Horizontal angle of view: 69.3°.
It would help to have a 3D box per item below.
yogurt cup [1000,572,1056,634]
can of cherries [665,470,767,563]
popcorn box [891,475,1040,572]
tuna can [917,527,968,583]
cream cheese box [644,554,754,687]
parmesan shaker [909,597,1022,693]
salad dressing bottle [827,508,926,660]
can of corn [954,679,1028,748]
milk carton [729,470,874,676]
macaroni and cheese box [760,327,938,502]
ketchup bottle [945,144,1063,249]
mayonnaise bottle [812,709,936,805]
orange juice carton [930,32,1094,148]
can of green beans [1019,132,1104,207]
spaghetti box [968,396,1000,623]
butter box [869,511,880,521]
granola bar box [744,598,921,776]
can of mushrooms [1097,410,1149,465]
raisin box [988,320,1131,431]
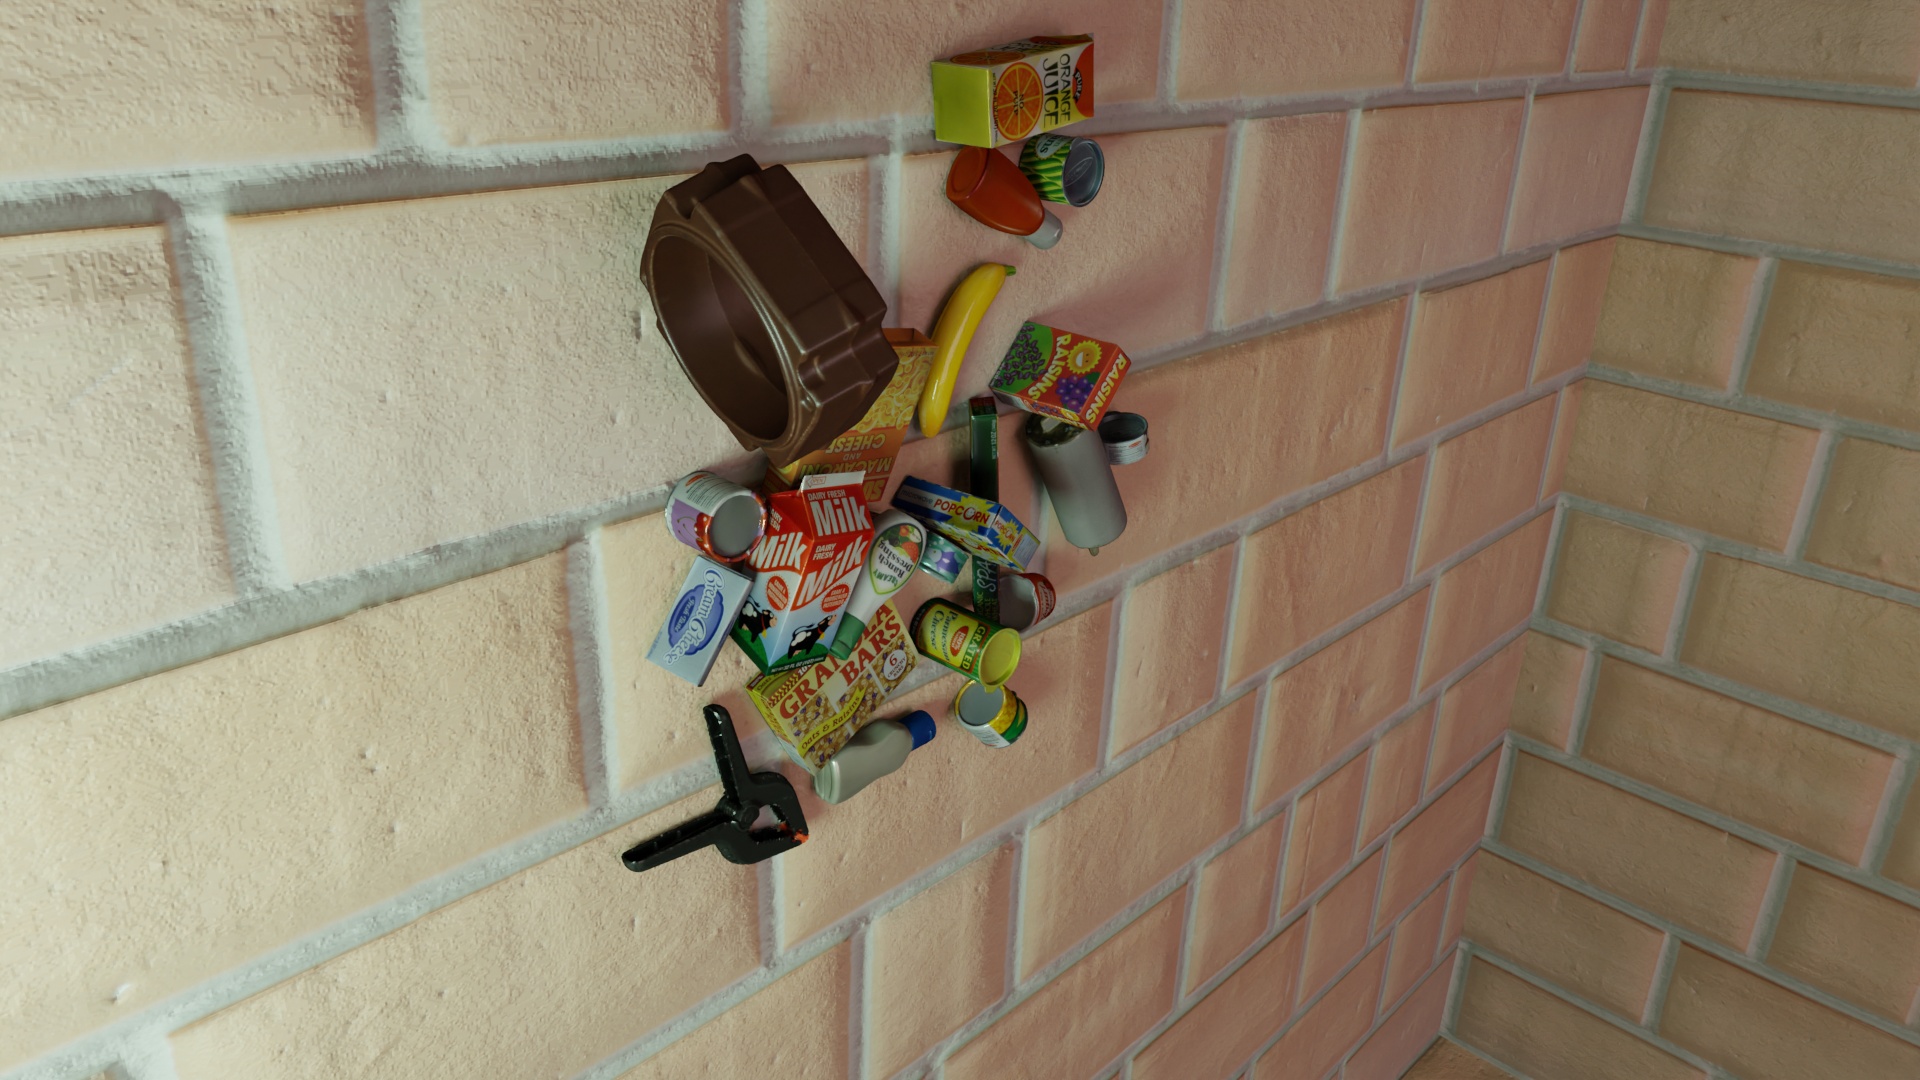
[{"bbox_3d":[0.070,0.067,1.546,0.054,0.072,0.072,-14,118,-55],"label":"yogurt cup"},{"bbox_3d":[-0.206,-0.018,1.183,0.072,0.058,0.071,-24,124,-41],"label":"can of cherries"},{"bbox_3d":[0.005,-0.017,1.377,0.085,0.127,0.038,43,71,-50],"label":"popcorn box"},{"bbox_3d":[-0.029,0.014,1.401,0.071,0.071,0.033,40,77,-50],"label":"tuna can"},{"bbox_3d":[-0.226,0.069,1.204,0.104,0.053,0.024,-64,175,-5],"label":"cream cheese box"},{"bbox_3d":[0.003,0.109,1.453,0.071,0.103,0.071,-24,124,-41],"label":"parmesan shaker"},{"bbox_3d":[-0.087,0.042,1.315,0.064,0.044,0.148,39,72,-31],"label":"salad dressing bottle"},{"bbox_3d":[0.035,0.190,1.560,0.071,0.071,0.058,-58,140,-13],"label":"can of corn"},{"bbox_3d":[-0.139,0.020,1.226,0.072,0.073,0.189,-9,132,-46],"label":"milk carton"},{"bbox_3d":[-0.100,-0.109,1.246,0.124,0.040,0.165,-9,130,-46],"label":"macaroni and cheese box"},{"bbox_3d":[0.048,-0.327,1.348,0.149,0.043,0.064,22,90,-52],"label":"ketchup bottle"},{"bbox_3d":[-0.088,0.220,1.450,0.149,0.041,0.064,-22,124,-44],"label":"mayonnaise bottle"},{"bbox_3d":[0.064,-0.424,1.298,0.193,0.073,0.071,-29,128,-39],"label":"orange juice carton"},{"bbox_3d":[0.100,-0.368,1.379,0.071,0.058,0.071,-25,125,-41],"label":"can of green beans"},{"bbox_3d":[0.026,-0.026,1.456,0.029,0.050,0.248,-2,117,-2],"label":"spaghetti box"},{"bbox_3d":[-0.114,-0.006,1.325,0.103,0.024,0.053,11,98,-51],"label":"butter box"},{"bbox_3d":[-0.123,0.130,1.367,0.166,0.039,0.123,-47,136,-25],"label":"granola bar box"},{"bbox_3d":[0.182,-0.118,1.590,0.071,0.071,0.033,-38,133,-32],"label":"can of mushrooms"},{"bbox_3d":[0.102,-0.169,1.422,0.086,0.123,0.040,-60,141,-10],"label":"raisin box"}]
